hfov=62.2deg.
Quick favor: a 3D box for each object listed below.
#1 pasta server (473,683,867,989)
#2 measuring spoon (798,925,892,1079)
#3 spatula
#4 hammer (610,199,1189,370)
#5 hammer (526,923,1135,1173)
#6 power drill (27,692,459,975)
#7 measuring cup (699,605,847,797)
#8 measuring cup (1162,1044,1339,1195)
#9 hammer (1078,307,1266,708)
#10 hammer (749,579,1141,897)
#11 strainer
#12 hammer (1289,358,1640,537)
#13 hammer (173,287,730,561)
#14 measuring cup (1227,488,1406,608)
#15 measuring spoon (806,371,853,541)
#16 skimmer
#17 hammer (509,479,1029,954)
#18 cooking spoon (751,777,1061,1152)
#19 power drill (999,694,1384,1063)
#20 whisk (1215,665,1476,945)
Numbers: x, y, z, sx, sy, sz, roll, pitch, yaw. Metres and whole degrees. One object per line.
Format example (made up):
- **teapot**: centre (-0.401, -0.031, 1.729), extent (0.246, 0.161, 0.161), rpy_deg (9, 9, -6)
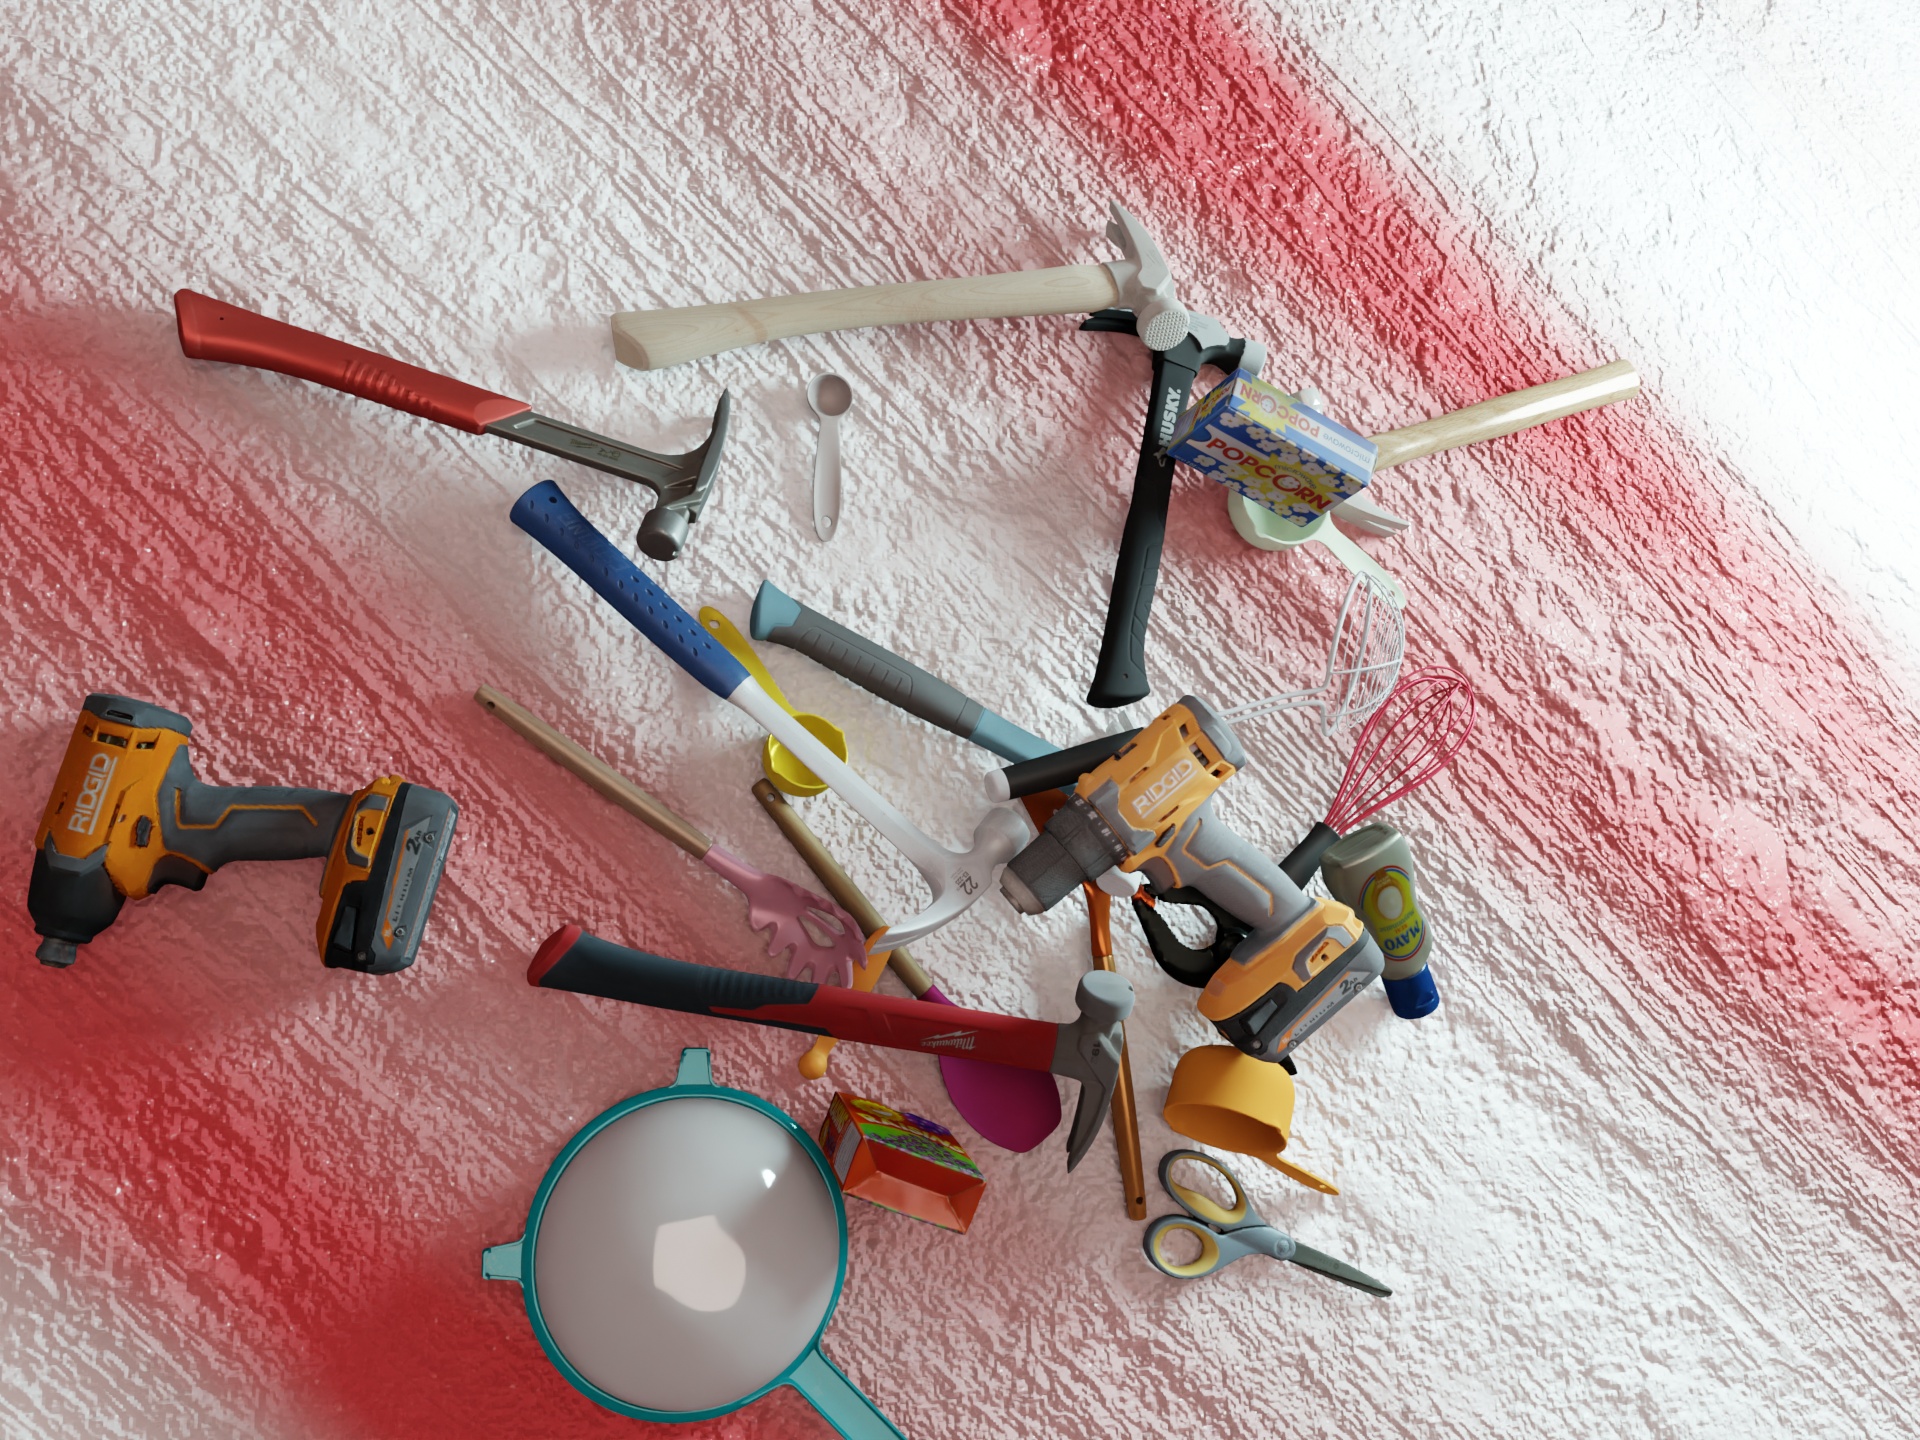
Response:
- **pasta server**: centre (-0.193, 0.075, 1.063), extent (0.316, 0.040, 0.060), rpy_deg (36, 108, -6)
- **measuring spoon**: centre (-0.076, 0.192, 1.080), extent (0.021, 0.011, 0.117), rpy_deg (30, 84, -5)
- **spatula**: centre (0.102, 0.192, 1.138), extent (0.081, 0.041, 0.323), rpy_deg (-6, 86, -19)
- **hammer**: centre (-0.048, -0.309, 1.161), extent (0.410, 0.038, 0.146), rpy_deg (-9, 53, -12)
- **hammer**: centre (-0.089, 0.203, 1.042), extent (0.386, 0.038, 0.143), rpy_deg (10, 113, -3)
- **power drill**: centre (-0.440, 0.089, 0.968), extent (0.226, 0.084, 0.164), rpy_deg (15, 77, -9)
- **measuring cup**: centre (-0.138, -0.013, 1.106), extent (0.062, 0.029, 0.156), rpy_deg (-29, 76, -33)
- **measuring cup**: centre (0.220, 0.285, 1.135), extent (0.173, 0.095, 0.052), rpy_deg (36, 57, -29)
- **hammer**: centre (0.136, -0.164, 1.188), extent (0.146, 0.035, 0.335), rpy_deg (17, 70, -13)
- **hammer**: centre (-0.002, -0.004, 1.124), extent (0.331, 0.033, 0.128), rpy_deg (28, 57, -6)
- **strainer**: centre (-0.122, 0.383, 0.998), extent (0.340, 0.095, 0.211), rpy_deg (46, 71, -3)
- **hammer**: centre (0.423, -0.241, 1.304), extent (0.331, 0.031, 0.130), rpy_deg (-18, 85, -19)
- **hammer**: centre (-0.337, -0.219, 1.062), extent (0.359, 0.036, 0.149), rpy_deg (18, 52, -7)
- **measuring cup**: centre (0.278, -0.140, 1.241), extent (0.167, 0.038, 0.083), rpy_deg (40, 72, -8)
- **measuring spoon**: centre (-0.098, -0.190, 1.154), extent (0.034, 0.018, 0.124), rpy_deg (3, 86, -16)
- **skimmer**: centre (0.173, -0.015, 1.147), extent (0.363, 0.090, 0.127), rpy_deg (-16, 127, -19)
- **hammer**: centre (-0.143, -0.012, 1.059), extent (0.405, 0.035, 0.144), rpy_deg (42, 51, 3)
- **cooking spoon**: centre (-0.041, 0.167, 1.101), extent (0.069, 0.017, 0.319), rpy_deg (-39, 93, -9)
- **power drill**: centre (0.152, 0.123, 1.066), extent (0.185, 0.084, 0.226), rpy_deg (-39, 99, -5)
- **whisk**: centre (0.290, 0.070, 1.198), extent (0.073, 0.073, 0.296), rpy_deg (44, 78, -5)
